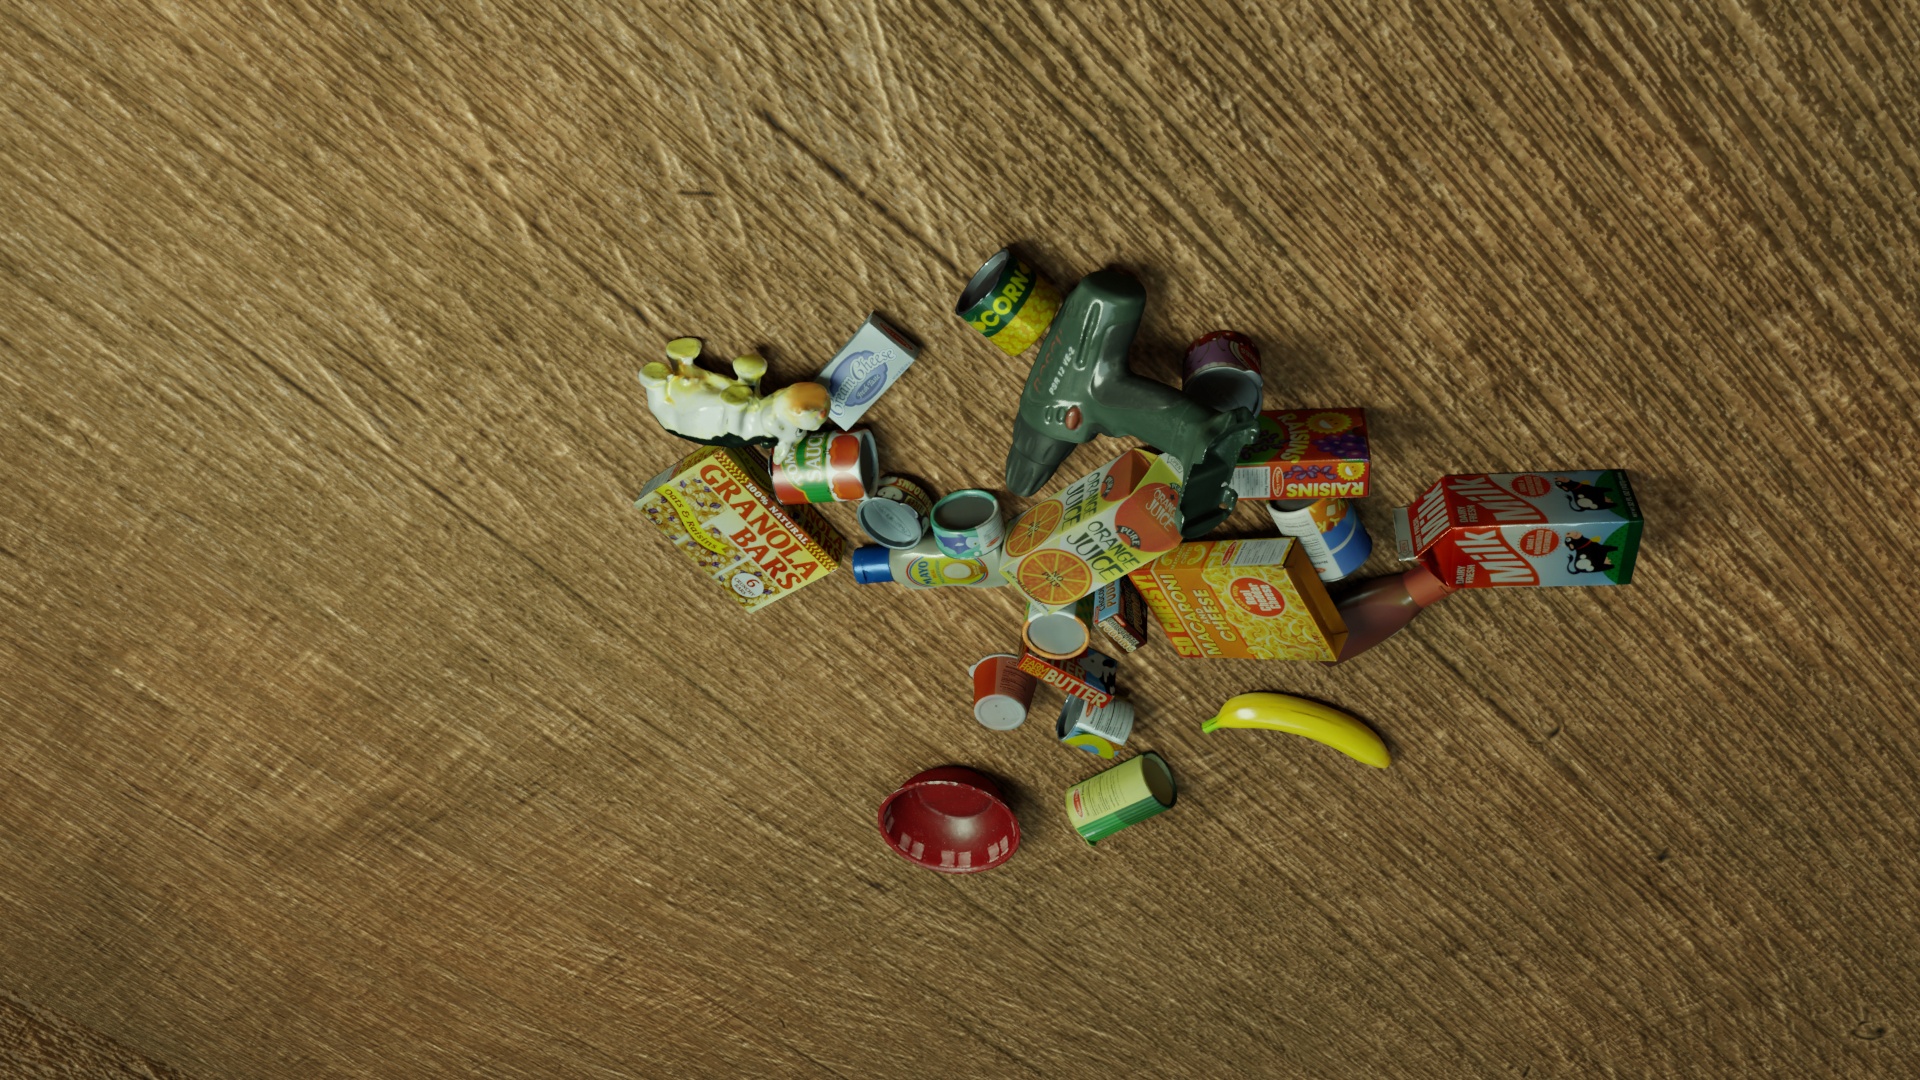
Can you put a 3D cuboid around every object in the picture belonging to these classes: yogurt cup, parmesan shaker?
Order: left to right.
[{"bbox_3d":[0.043,0.158,1.426,0.072,0.054,0.072,5,131,5],"label":"yogurt cup"},{"bbox_3d":[0.174,0.278,1.492,0.102,0.072,0.071,-31,118,30],"label":"parmesan shaker"}]

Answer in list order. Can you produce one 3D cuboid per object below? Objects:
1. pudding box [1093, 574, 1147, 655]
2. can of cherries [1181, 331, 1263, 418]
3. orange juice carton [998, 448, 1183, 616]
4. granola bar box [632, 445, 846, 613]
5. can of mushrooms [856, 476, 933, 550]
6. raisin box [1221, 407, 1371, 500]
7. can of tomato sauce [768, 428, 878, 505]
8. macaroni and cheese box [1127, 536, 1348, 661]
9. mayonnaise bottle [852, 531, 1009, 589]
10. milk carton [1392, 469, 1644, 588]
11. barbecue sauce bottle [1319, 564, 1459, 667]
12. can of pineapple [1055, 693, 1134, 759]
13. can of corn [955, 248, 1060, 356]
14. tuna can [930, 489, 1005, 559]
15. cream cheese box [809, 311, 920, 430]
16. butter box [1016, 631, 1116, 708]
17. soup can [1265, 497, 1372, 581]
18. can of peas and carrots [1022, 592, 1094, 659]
[{"bbox_3d":[0.151,0.061,1.305,0.030,0.084,0.049,-31,118,28],"label":"pudding box"},{"bbox_3d":[0.218,-0.132,1.147,0.071,0.059,0.071,5,130,7],"label":"can of cherries"},{"bbox_3d":[0.132,-0.015,1.251,0.192,0.073,0.071,-31,119,30],"label":"orange juice carton"},{"bbox_3d":[-0.210,-0.016,1.334,0.124,0.039,0.165,-27,120,29],"label":"granola bar box"},{"bbox_3d":[-0.059,-0.026,1.292,0.071,0.034,0.070,16,138,15],"label":"can of mushrooms"},{"bbox_3d":[0.278,-0.074,1.166,0.123,0.086,0.040,-1,125,11],"label":"raisin box"},{"bbox_3d":[-0.123,-0.068,1.255,0.083,0.071,0.070,-3,129,12],"label":"can of tomato sauce"},{"bbox_3d":[0.253,0.055,1.271,0.166,0.040,0.123,-3,133,44],"label":"macaroni and cheese box"},{"bbox_3d":[-0.028,0.019,1.329,0.148,0.041,0.064,-5,131,14],"label":"mayonnaise bottle"},{"bbox_3d":[0.473,-0.009,1.195,0.190,0.073,0.073,-1,130,12],"label":"milk carton"},{"bbox_3d":[0.389,0.063,1.291,0.148,0.044,0.065,-33,118,31],"label":"barbecue sauce bottle"},{"bbox_3d":[0.138,0.184,1.424,0.058,0.071,0.070,23,130,-9],"label":"can of pineapple"},{"bbox_3d":[0.039,-0.191,1.121,0.058,0.071,0.071,36,127,-20],"label":"can of corn"},{"bbox_3d":[0.005,-0.016,1.279,0.071,0.071,0.032,-3,128,13],"label":"tuna can"},{"bbox_3d":[-0.087,-0.146,1.209,0.053,0.024,0.103,39,126,-13],"label":"cream cheese box"},{"bbox_3d":[0.106,0.123,1.386,0.103,0.053,0.024,26,127,-12],"label":"butter box"},{"bbox_3d":[0.317,-0.018,1.223,0.071,0.072,0.083,-21,122,25],"label":"soup can"},{"bbox_3d":[0.096,0.074,1.343,0.071,0.059,0.070,5,131,6],"label":"can of peas and carrots"}]
